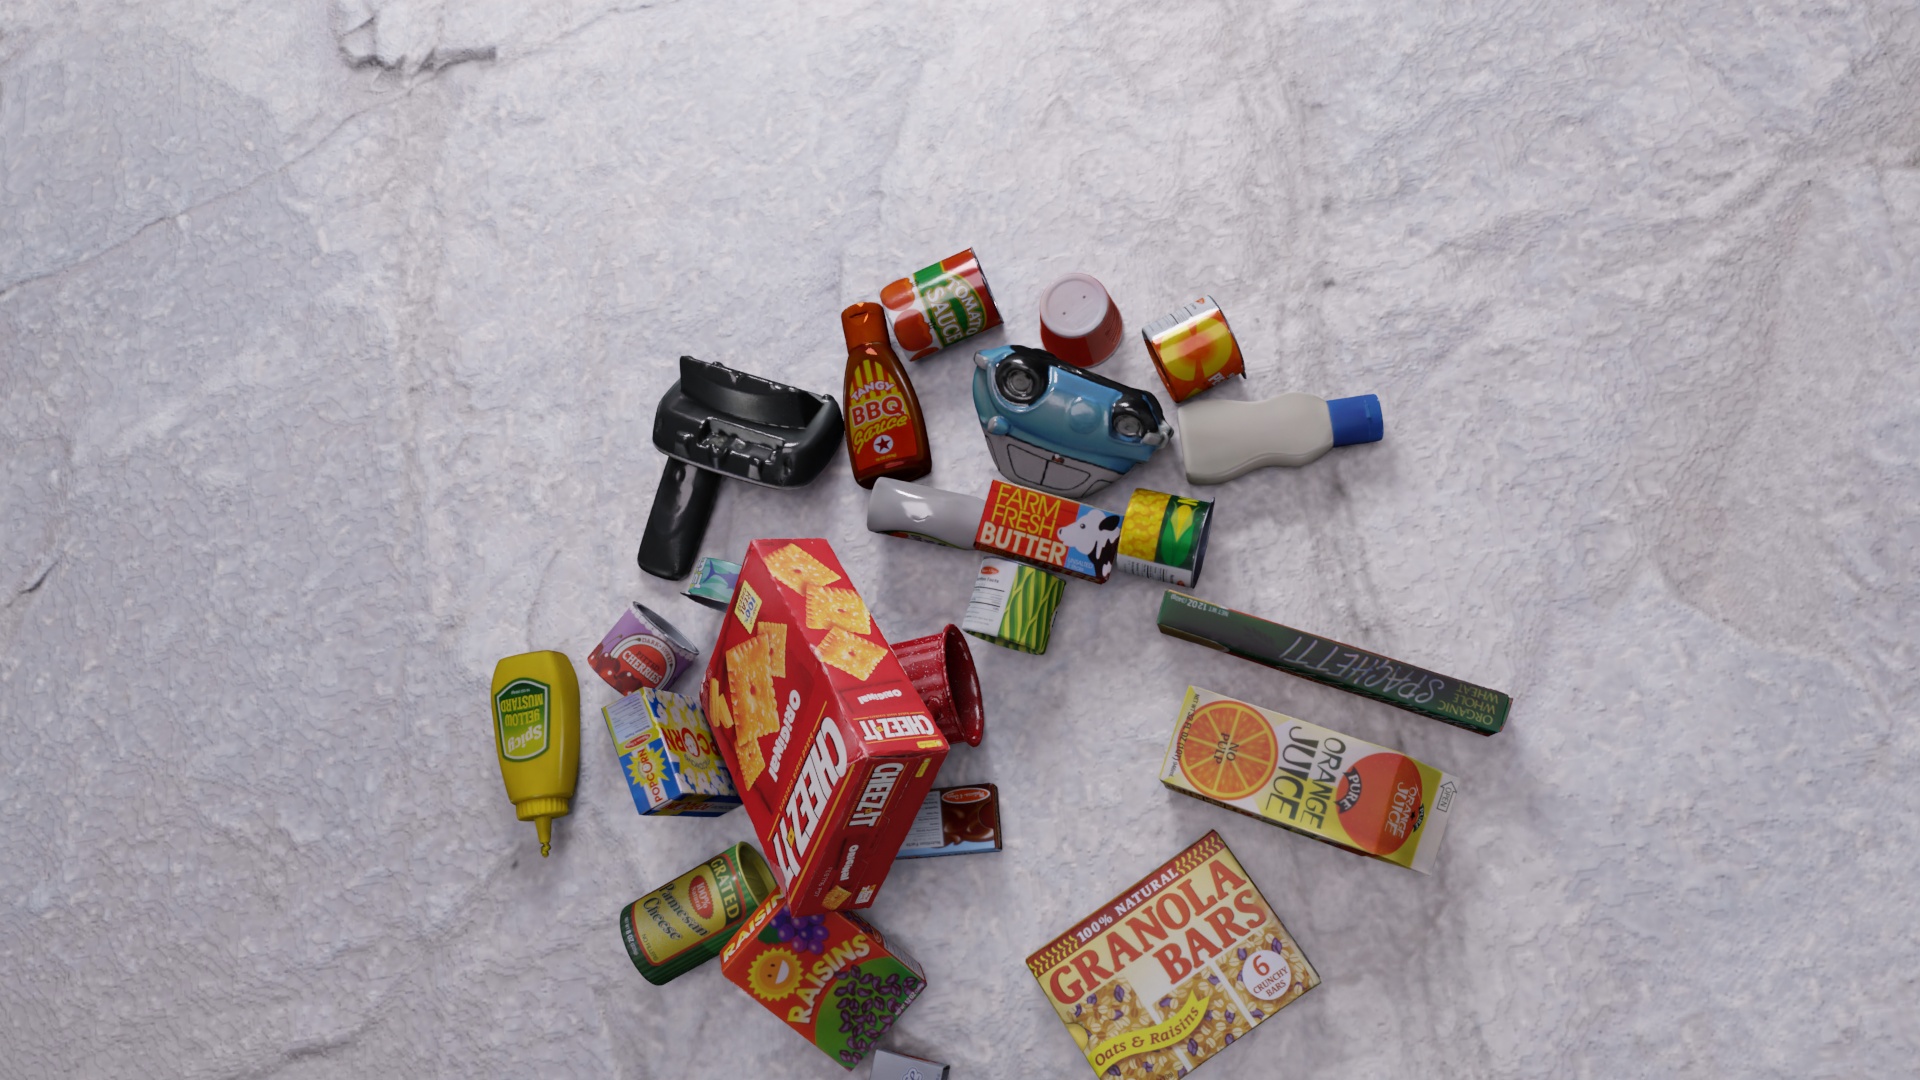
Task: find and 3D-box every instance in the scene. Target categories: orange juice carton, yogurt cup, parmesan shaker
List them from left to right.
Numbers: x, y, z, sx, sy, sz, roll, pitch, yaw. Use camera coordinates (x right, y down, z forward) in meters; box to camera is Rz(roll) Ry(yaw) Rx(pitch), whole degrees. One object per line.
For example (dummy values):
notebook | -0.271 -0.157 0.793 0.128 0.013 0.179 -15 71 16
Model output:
parmesan shaker | -0.191 0.280 1.030 0.103 0.071 0.071 -30 72 3
yogurt cup | 0.093 -0.176 1.098 0.072 0.054 0.072 -3 76 11
orange juice carton | 0.242 0.168 0.969 0.193 0.073 0.072 17 80 15

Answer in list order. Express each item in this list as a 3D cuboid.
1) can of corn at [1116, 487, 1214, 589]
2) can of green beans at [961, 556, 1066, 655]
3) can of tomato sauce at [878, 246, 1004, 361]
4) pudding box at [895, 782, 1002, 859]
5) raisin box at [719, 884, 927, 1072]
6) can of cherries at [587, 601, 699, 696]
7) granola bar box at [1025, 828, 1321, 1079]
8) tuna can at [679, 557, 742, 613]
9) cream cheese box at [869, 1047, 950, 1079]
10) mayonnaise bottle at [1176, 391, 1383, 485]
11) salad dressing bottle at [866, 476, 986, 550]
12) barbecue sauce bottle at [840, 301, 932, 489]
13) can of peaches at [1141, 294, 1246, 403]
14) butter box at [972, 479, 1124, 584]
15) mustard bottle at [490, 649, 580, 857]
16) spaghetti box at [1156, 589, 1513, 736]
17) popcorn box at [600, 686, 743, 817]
can of corn | 0.153 -0.005 1.035 0.058 0.071 0.071 13 79 15
can of green beans | 0.040 0.049 1.044 0.071 0.071 0.058 15 80 15
can of tomato sauce | -0.015 -0.188 1.115 0.083 0.071 0.071 -23 73 6
pudding box | -0.012 0.209 1.032 0.084 0.030 0.050 -7 74 9
raisin box | -0.098 0.305 0.991 0.123 0.040 0.086 42 88 -14
can of cherries | -0.249 0.091 1.089 0.071 0.071 0.058 39 86 18
granola bar box | 0.147 0.300 0.972 0.165 0.039 0.124 -35 72 1
tuna can | -0.181 0.038 1.090 0.071 0.071 0.033 13 78 14
cream cheese box | -0.046 0.420 0.988 0.053 0.024 0.104 10 78 15
mayonnaise bottle | 0.241 -0.082 1.051 0.148 0.041 0.065 -8 76 8
salad dressing bottle | 0.004 -0.013 1.073 0.148 0.064 0.044 12 91 6
barbecue sauce bottle | -0.066 -0.119 1.121 0.065 0.043 0.149 -14 73 9
can of peaches | 0.179 -0.144 1.067 0.058 0.071 0.071 -25 73 4
butter box | 0.065 -0.007 1.034 0.103 0.024 0.053 16 77 -2
mustard bottle | -0.332 0.169 1.097 0.065 0.048 0.160 -13 74 10
spaghetti box | 0.264 0.088 0.998 0.250 0.050 0.029 17 82 15
popcorn box | -0.208 0.160 1.033 0.038 0.126 0.085 -27 72 9
